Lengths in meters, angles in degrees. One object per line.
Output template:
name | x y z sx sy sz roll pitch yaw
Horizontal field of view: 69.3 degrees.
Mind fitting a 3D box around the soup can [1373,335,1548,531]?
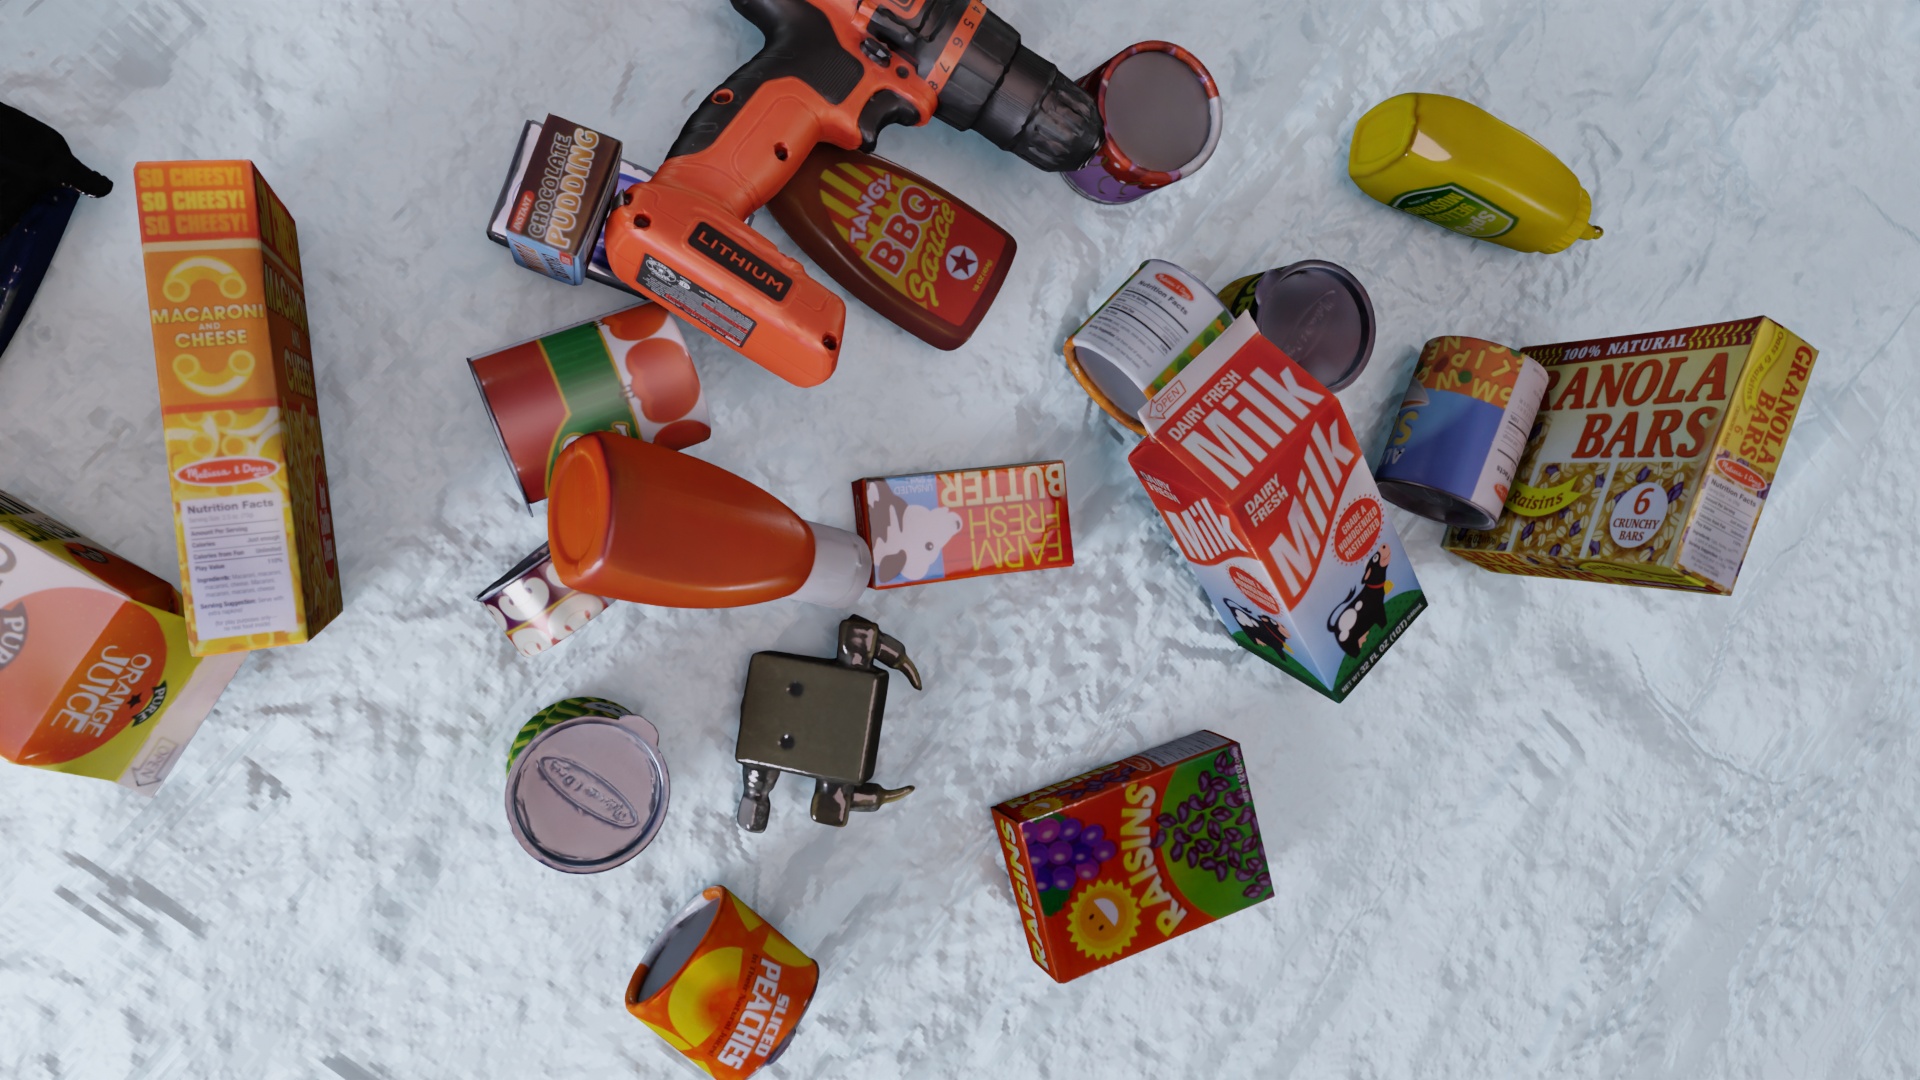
soup can | 0.258 -0.057 0.726 0.071 0.071 0.084 24 84 -17

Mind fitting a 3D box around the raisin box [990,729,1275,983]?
raisin box | 0.086 0.155 0.691 0.124 0.040 0.086 -17 98 -18

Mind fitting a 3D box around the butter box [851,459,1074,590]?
butter box | 0.002 -0.008 0.665 0.104 0.024 0.053 -6 93 -18

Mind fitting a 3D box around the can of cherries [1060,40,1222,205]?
can of cherries | 0.081 -0.200 0.665 0.071 0.058 0.071 -1 93 -18

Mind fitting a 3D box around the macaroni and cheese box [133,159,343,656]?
macaroni and cheese box | -0.269 -0.047 0.523 0.040 0.123 0.166 -7 94 -19

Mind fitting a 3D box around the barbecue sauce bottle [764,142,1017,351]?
barbecue sauce bottle | -0.050 -0.149 0.633 0.148 0.043 0.065 31 77 -16

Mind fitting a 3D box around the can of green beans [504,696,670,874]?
can of green beans | -0.161 0.104 0.598 0.071 0.058 0.071 -1 92 -18

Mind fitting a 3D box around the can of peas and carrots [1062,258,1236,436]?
can of peas and carrots | 0.093 -0.091 0.671 0.059 0.071 0.071 -46 104 -11

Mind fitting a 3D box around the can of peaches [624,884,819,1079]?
can of peaches | -0.105 0.196 0.613 0.058 0.071 0.071 44 79 -14

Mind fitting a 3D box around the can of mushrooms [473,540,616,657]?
can of mushrooms | -0.170 0.018 0.590 0.071 0.071 0.033 -38 104 -13

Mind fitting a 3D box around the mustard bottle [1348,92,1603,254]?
mustard bottle | 0.282 -0.185 0.730 0.160 0.065 0.049 16 83 -22

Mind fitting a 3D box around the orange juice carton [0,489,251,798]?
orange juice carton | -0.373 0.020 0.519 0.192 0.073 0.072 34 82 -17

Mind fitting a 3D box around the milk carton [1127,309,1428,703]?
milk carton | 0.144 -0.016 0.650 0.072 0.073 0.190 -44 128 -11

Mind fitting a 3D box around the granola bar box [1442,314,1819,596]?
granola bar box | 0.325 -0.042 0.695 0.039 0.165 0.124 24 85 -16

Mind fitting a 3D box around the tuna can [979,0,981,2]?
tuna can | 0.001 -0.268 0.635 0.033 0.071 0.071 31 83 -16

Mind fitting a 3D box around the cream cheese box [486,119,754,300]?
cream cheese box | -0.149 -0.138 0.611 0.104 0.024 0.053 20 85 -18

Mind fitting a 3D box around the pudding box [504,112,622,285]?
pudding box | -0.157 -0.132 0.551 0.030 0.083 0.049 20 88 -15

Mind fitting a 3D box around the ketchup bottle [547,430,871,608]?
ketchup bottle | -0.100 0.000 0.589 0.149 0.043 0.065 16 59 -48

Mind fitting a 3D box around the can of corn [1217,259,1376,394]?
can of corn | 0.161 -0.105 0.695 0.071 0.058 0.071 -1 93 -18

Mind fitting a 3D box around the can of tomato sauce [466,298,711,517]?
can of tomato sauce | -0.156 -0.058 0.589 0.083 0.071 0.071 -22 99 -16
